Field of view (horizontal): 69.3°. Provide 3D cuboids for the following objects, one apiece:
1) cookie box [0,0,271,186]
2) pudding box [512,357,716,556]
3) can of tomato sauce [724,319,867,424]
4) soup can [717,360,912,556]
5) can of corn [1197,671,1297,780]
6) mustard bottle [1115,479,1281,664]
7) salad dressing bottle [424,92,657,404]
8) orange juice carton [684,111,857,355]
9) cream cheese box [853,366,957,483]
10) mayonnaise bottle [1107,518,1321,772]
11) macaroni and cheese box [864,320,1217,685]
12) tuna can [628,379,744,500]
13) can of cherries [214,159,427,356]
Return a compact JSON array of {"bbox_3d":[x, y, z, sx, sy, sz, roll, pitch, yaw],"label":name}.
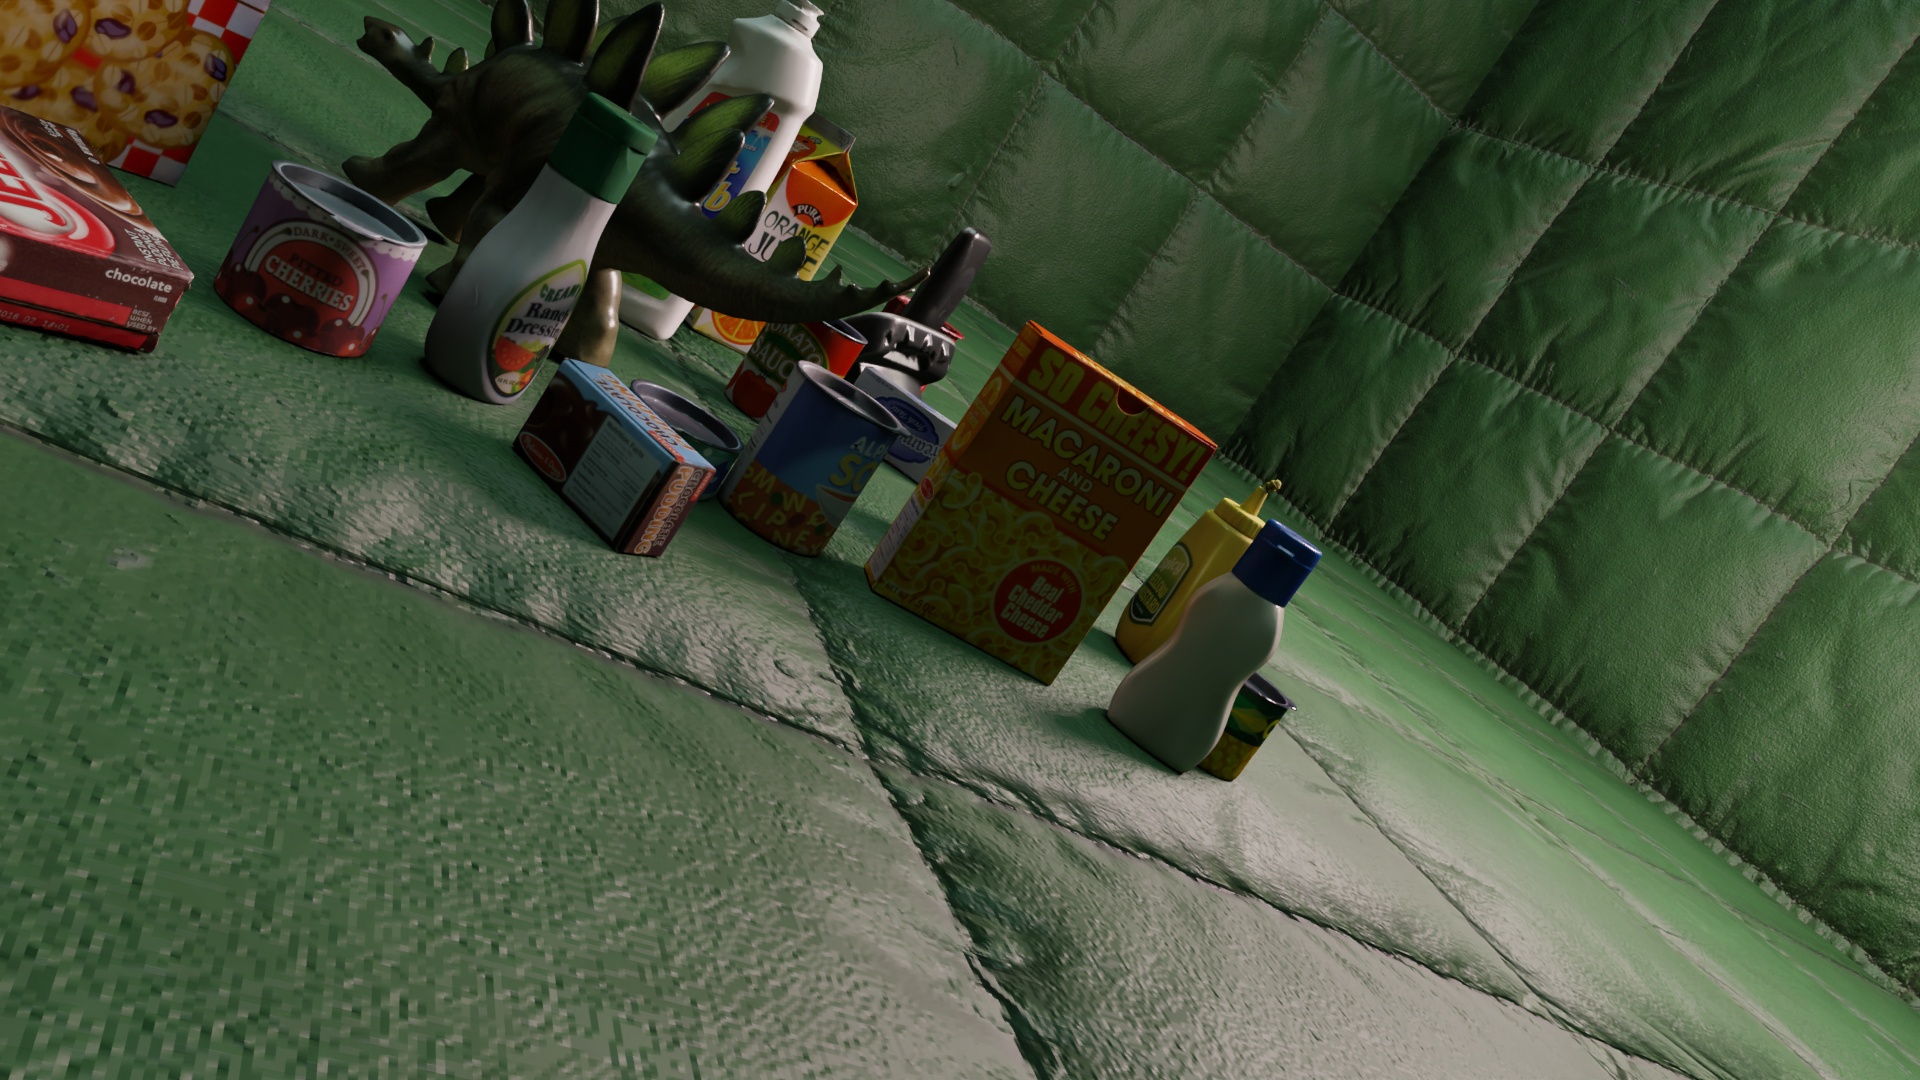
[{"bbox_3d":[-0.367,-0.251,0.596,0.040,0.167,0.123,39,12,25],"label":"cookie box"},{"bbox_3d":[-0.152,-0.037,0.605,0.084,0.049,0.030,40,13,26],"label":"pudding box"},{"bbox_3d":[-0.115,-0.120,0.958,0.071,0.083,0.071,32,11,-7],"label":"can of tomato sauce"},{"bbox_3d":[-0.078,-0.041,0.739,0.071,0.083,0.071,32,11,-7],"label":"soup can"},{"bbox_3d":[0.160,0.106,0.852,0.071,0.058,0.071,32,12,-7],"label":"can of corn"},{"bbox_3d":[0.171,0.020,0.974,0.049,0.160,0.065,30,12,-21],"label":"mustard bottle"},{"bbox_3d":[-0.194,-0.135,0.647,0.044,0.147,0.064,37,11,13],"label":"salad dressing bottle"},{"bbox_3d":[-0.151,-0.249,1.106,0.073,0.192,0.072,23,16,-45],"label":"orange juice carton"},{"bbox_3d":[-0.044,-0.085,1.080,0.104,0.053,0.024,35,11,5],"label":"cream cheese box"},{"bbox_3d":[0.148,0.058,0.793,0.065,0.147,0.041,36,11,11],"label":"mayonnaise bottle"},{"bbox_3d":[0.044,-0.018,0.769,0.123,0.166,0.040,30,12,-21],"label":"macaroni and cheese box"},{"bbox_3d":[-0.149,-0.051,0.713,0.071,0.032,0.071,32,12,-7],"label":"tuna can"},{"bbox_3d":[-0.271,-0.118,0.589,0.071,0.058,0.071,32,12,-7],"label":"can of cherries"}]
